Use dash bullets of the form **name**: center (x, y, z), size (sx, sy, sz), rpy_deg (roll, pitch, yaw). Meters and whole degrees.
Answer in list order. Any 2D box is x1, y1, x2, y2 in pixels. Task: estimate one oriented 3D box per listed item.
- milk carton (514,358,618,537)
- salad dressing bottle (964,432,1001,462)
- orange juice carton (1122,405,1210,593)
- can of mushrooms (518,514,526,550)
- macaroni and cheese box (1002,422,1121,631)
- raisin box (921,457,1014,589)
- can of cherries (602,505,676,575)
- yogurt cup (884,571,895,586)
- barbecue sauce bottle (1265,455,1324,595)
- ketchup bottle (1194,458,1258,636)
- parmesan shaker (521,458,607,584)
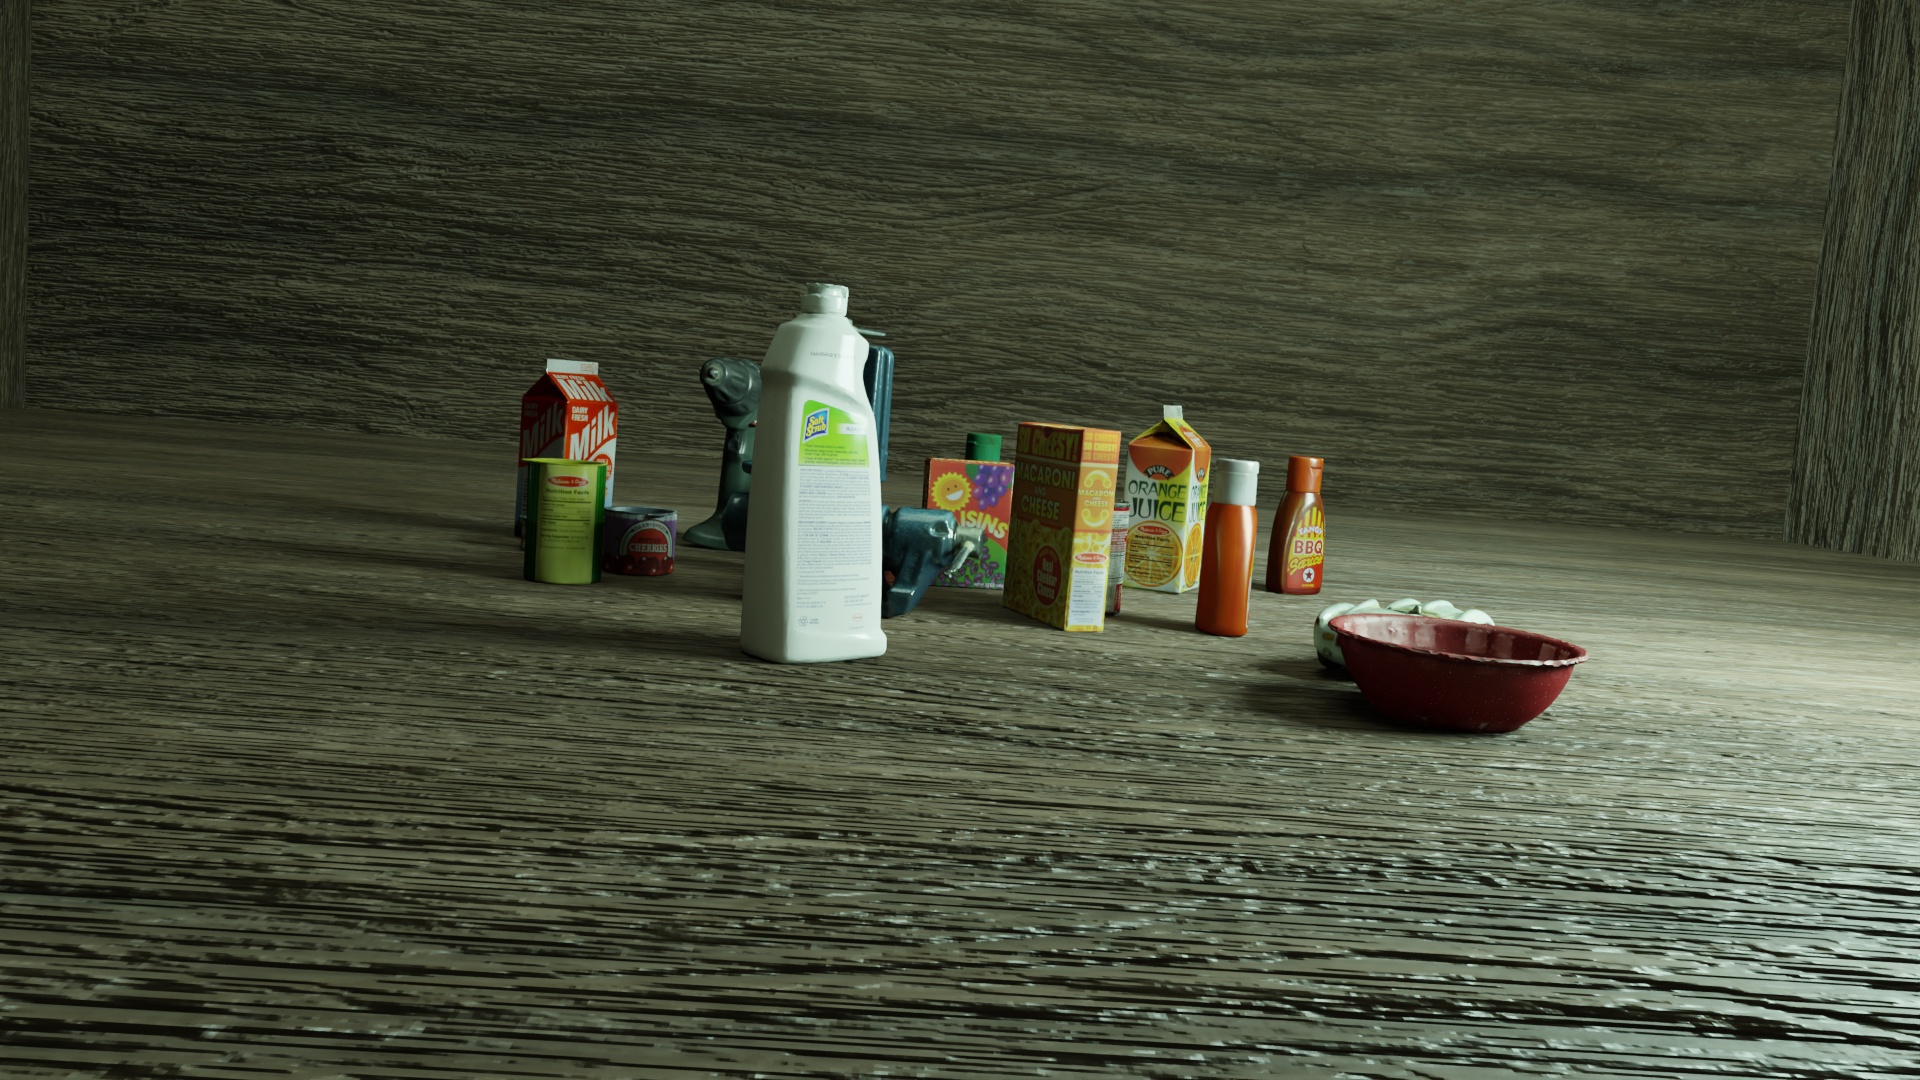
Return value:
- **milk carton**: center (-0.418, -0.096, 1.476), size (0.073, 0.190, 0.072), rpy_deg (8, 6, 32)
- **salad dressing bottle**: center (0.020, -0.039, 1.463), size (0.064, 0.147, 0.044), rpy_deg (9, 7, 44)
- **orange juice carton**: center (0.213, -0.045, 1.448), size (0.073, 0.192, 0.072), rpy_deg (7, 6, 24)
- **can of mushrooms**: center (-0.407, -0.007, 1.388), size (0.071, 0.033, 0.071), rpy_deg (4, 6, 0)
- **macaroni and cheese box**: center (0.084, -0.015, 1.186), size (0.040, 0.166, 0.124), rpy_deg (2, 6, -24)
- **raisin box**: center (0.005, -0.017, 1.357), size (0.086, 0.123, 0.040), rpy_deg (4, 5, -8)
- **can of cherries**: center (-0.296, 0.000, 1.281), size (0.071, 0.058, 0.071), rpy_deg (4, 6, 0)
- **yogurt cup**: center (-0.082, 0.025, 1.223), size (0.072, 0.054, 0.072), rpy_deg (4, 6, 0)
- **barbecue sauce bottle**: center (0.367, -0.017, 1.505), size (0.065, 0.148, 0.043), rpy_deg (1, 6, -31)
- **ketchup bottle**: center (0.229, 0.005, 1.189), size (0.043, 0.148, 0.065), rpy_deg (4, 5, -1)
- **parmesan shaker**: center (-0.344, -0.017, 1.197), size (0.071, 0.103, 0.071), rpy_deg (4, 5, 0)
